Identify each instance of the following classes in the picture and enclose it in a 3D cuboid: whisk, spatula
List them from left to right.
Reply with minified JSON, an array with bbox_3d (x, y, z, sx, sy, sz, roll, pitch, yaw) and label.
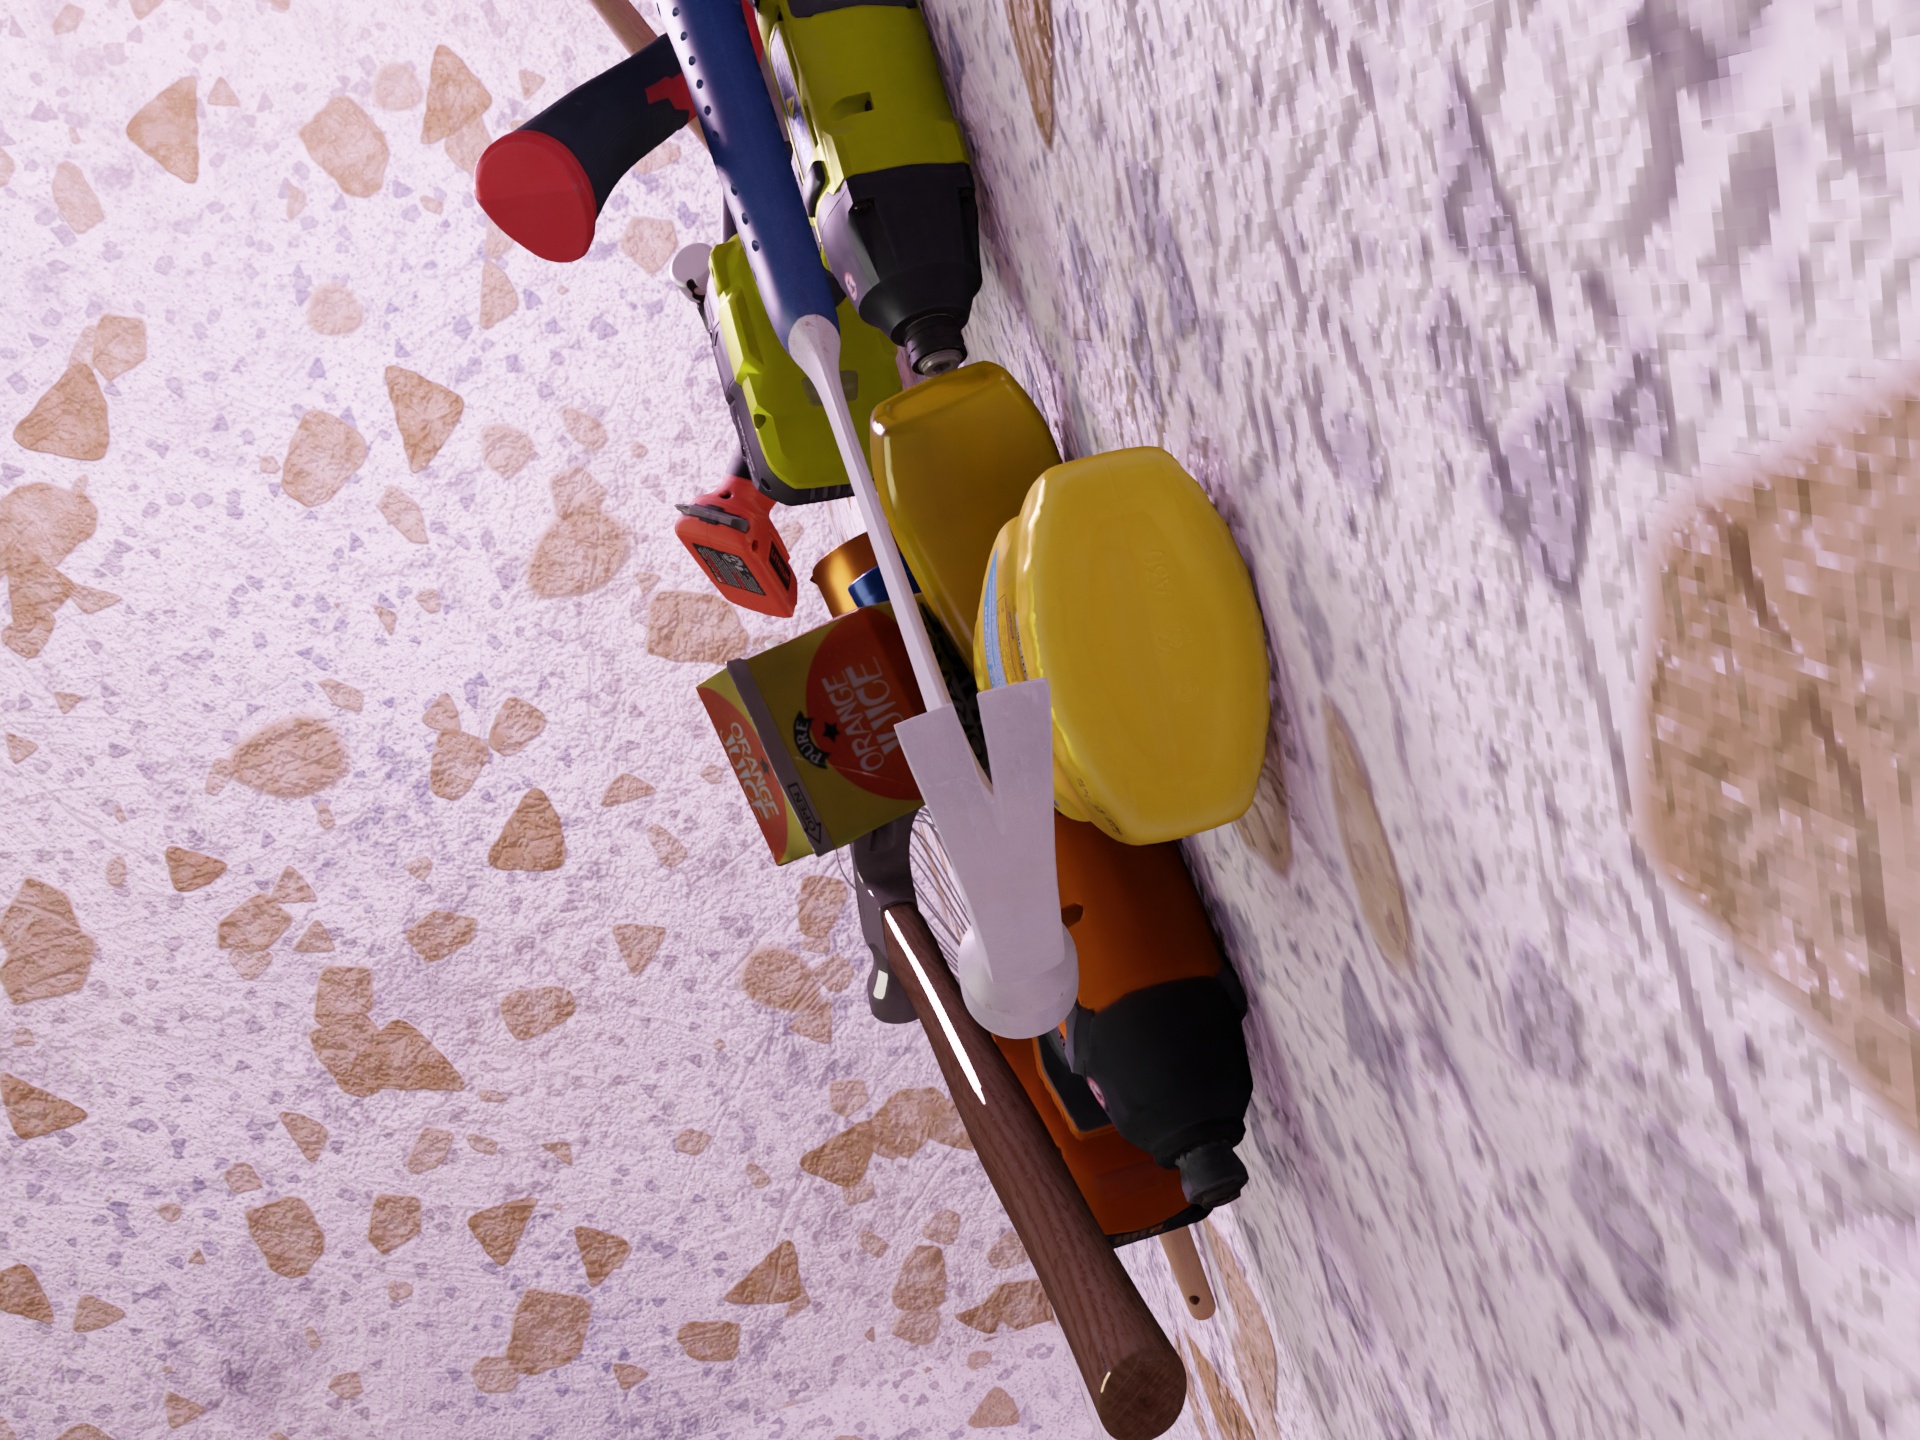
[{"bbox_3d":[-0.144,-0.315,0.870,0.317,0.044,0.082,51,179,-7],"label":"spatula"},{"bbox_3d":[0.024,0.158,0.902,0.285,0.070,0.070,53,172,8],"label":"whisk"}]

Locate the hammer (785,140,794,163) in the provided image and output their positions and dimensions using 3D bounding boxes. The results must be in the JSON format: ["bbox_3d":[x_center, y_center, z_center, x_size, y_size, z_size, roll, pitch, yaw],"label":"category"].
[{"bbox_3d":[-0.137,-0.421,0.894,0.408,0.149,0.036,64,-171,-58],"label":"hammer"}]

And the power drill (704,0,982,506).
[{"bbox_3d":[-0.049,-0.183,0.656,0.223,0.080,0.171,130,126,-70],"label":"power drill"}]

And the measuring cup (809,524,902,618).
[{"bbox_3d":[-0.032,-0.081,1.020,0.052,0.095,0.173,67,-170,10],"label":"measuring cup"}]

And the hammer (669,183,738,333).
[{"bbox_3d":[-0.149,-0.394,1.075,0.146,0.035,0.335,43,-140,-63],"label":"hammer"}]

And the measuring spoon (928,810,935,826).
[{"bbox_3d":[-0.001,-0.003,0.795,0.021,0.042,0.128,-9,-90,-61],"label":"measuring spoon"}]

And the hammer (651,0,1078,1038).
[{"bbox_3d":[-0.042,-0.112,0.486,0.144,0.035,0.406,81,171,-61],"label":"hammer"}]

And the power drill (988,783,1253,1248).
[{"bbox_3d":[0.060,0.131,0.611,0.226,0.084,0.164,88,165,-56],"label":"power drill"}]

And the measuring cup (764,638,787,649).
[{"bbox_3d":[-0.050,-0.043,0.928,0.168,0.083,0.038,16,113,32],"label":"measuring cup"}]

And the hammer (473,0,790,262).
[{"bbox_3d":[-0.124,-0.282,0.662,0.387,0.038,0.143,-81,-14,-59],"label":"hammer"}]

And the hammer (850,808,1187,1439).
[{"bbox_3d":[0.007,0.133,0.602,0.332,0.031,0.130,-128,27,-63],"label":"hammer"}]

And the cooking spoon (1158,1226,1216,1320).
[{"bbox_3d":[0.070,0.159,0.789,0.017,0.069,0.319,-54,-56,-72],"label":"cooking spoon"}]
